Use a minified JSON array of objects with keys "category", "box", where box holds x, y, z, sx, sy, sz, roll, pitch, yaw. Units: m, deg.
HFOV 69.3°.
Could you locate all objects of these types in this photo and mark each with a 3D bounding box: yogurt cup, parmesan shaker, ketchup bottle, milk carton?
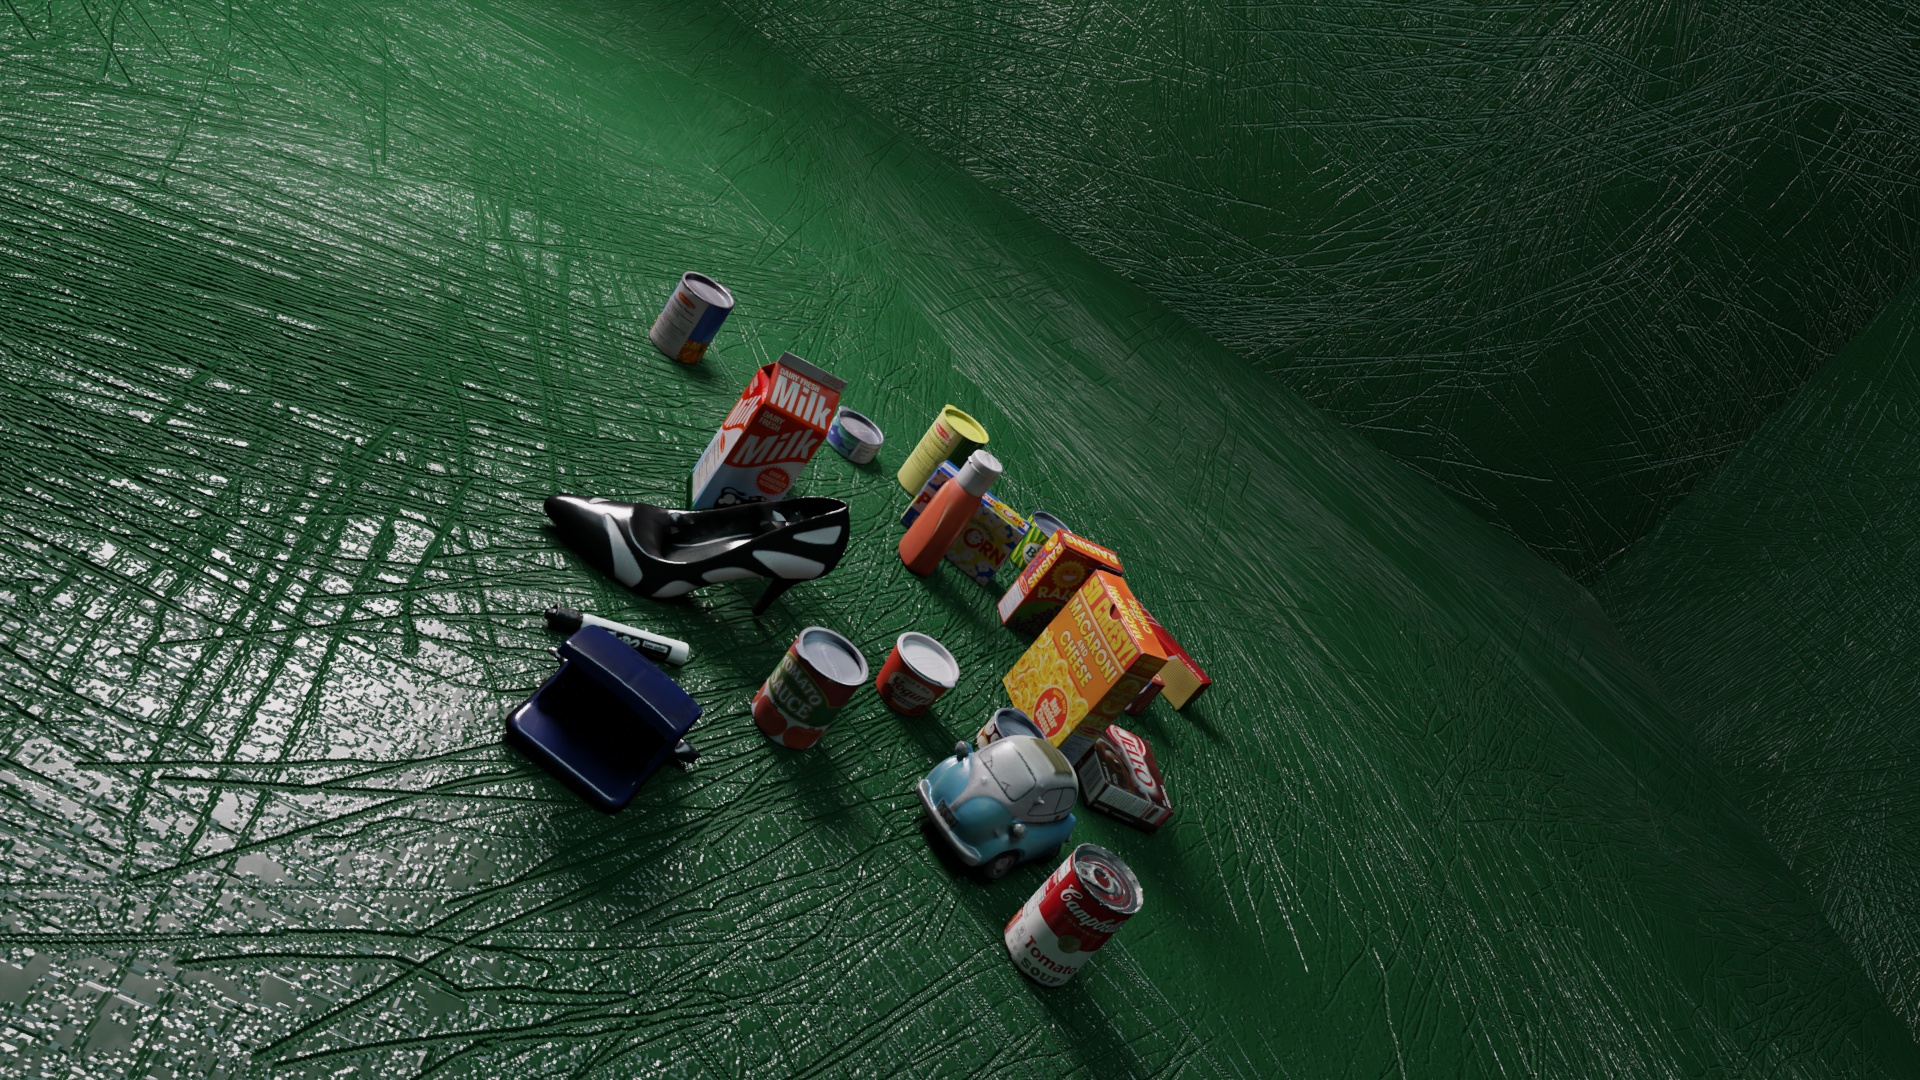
[{"category":"yogurt cup","box":[-0.043,0.128,1.306,0.072,0.053,0.073,30,25,-16]},{"category":"parmesan shaker","box":[-0.023,-0.103,1.676,0.071,0.102,0.071,30,25,-16]},{"category":"ketchup bottle","box":[-0.011,-0.032,1.515,0.043,0.148,0.065,27,26,-23]},{"category":"milk carton","box":[-0.188,-0.095,1.338,0.072,0.189,0.074,25,27,-25]}]

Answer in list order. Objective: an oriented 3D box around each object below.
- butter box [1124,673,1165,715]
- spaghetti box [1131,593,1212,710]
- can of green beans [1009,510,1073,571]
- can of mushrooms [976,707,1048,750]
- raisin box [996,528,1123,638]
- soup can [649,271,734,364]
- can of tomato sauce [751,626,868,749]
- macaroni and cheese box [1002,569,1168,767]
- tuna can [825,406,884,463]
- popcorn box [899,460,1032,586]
[{"category":"butter box","box":[0.189,0.144,1.587,0.024,0.053,0.104,16,32,-39]},{"category":"spaghetti box","box":[0.202,0.099,1.689,0.251,0.050,0.029,49,27,24]},{"category":"can of green beans","box":[0.099,0.006,1.703,0.071,0.057,0.071,30,25,-16]},{"category":"can of mushrooms","box":[0.051,0.195,1.338,0.071,0.033,0.071,30,25,-16]},{"category":"raisin box","box":[0.111,0.054,1.557,0.086,0.123,0.040,24,28,-28]},{"category":"soup can","box":[-0.306,-0.254,1.587,0.071,0.083,0.072,30,25,-16]},{"category":"can of tomato sauce","box":[-0.128,0.124,1.163,0.071,0.082,0.071,30,25,-16]},{"category":"macaroni and cheese box","box":[0.121,0.130,1.384,0.040,0.165,0.124,20,30,-34]},{"category":"tuna can","box":[-0.129,-0.126,1.661,0.071,0.032,0.071,30,25,-16]},{"category":"popcorn box","box":[0.006,-0.020,1.592,0.127,0.085,0.038,38,24,1]}]
